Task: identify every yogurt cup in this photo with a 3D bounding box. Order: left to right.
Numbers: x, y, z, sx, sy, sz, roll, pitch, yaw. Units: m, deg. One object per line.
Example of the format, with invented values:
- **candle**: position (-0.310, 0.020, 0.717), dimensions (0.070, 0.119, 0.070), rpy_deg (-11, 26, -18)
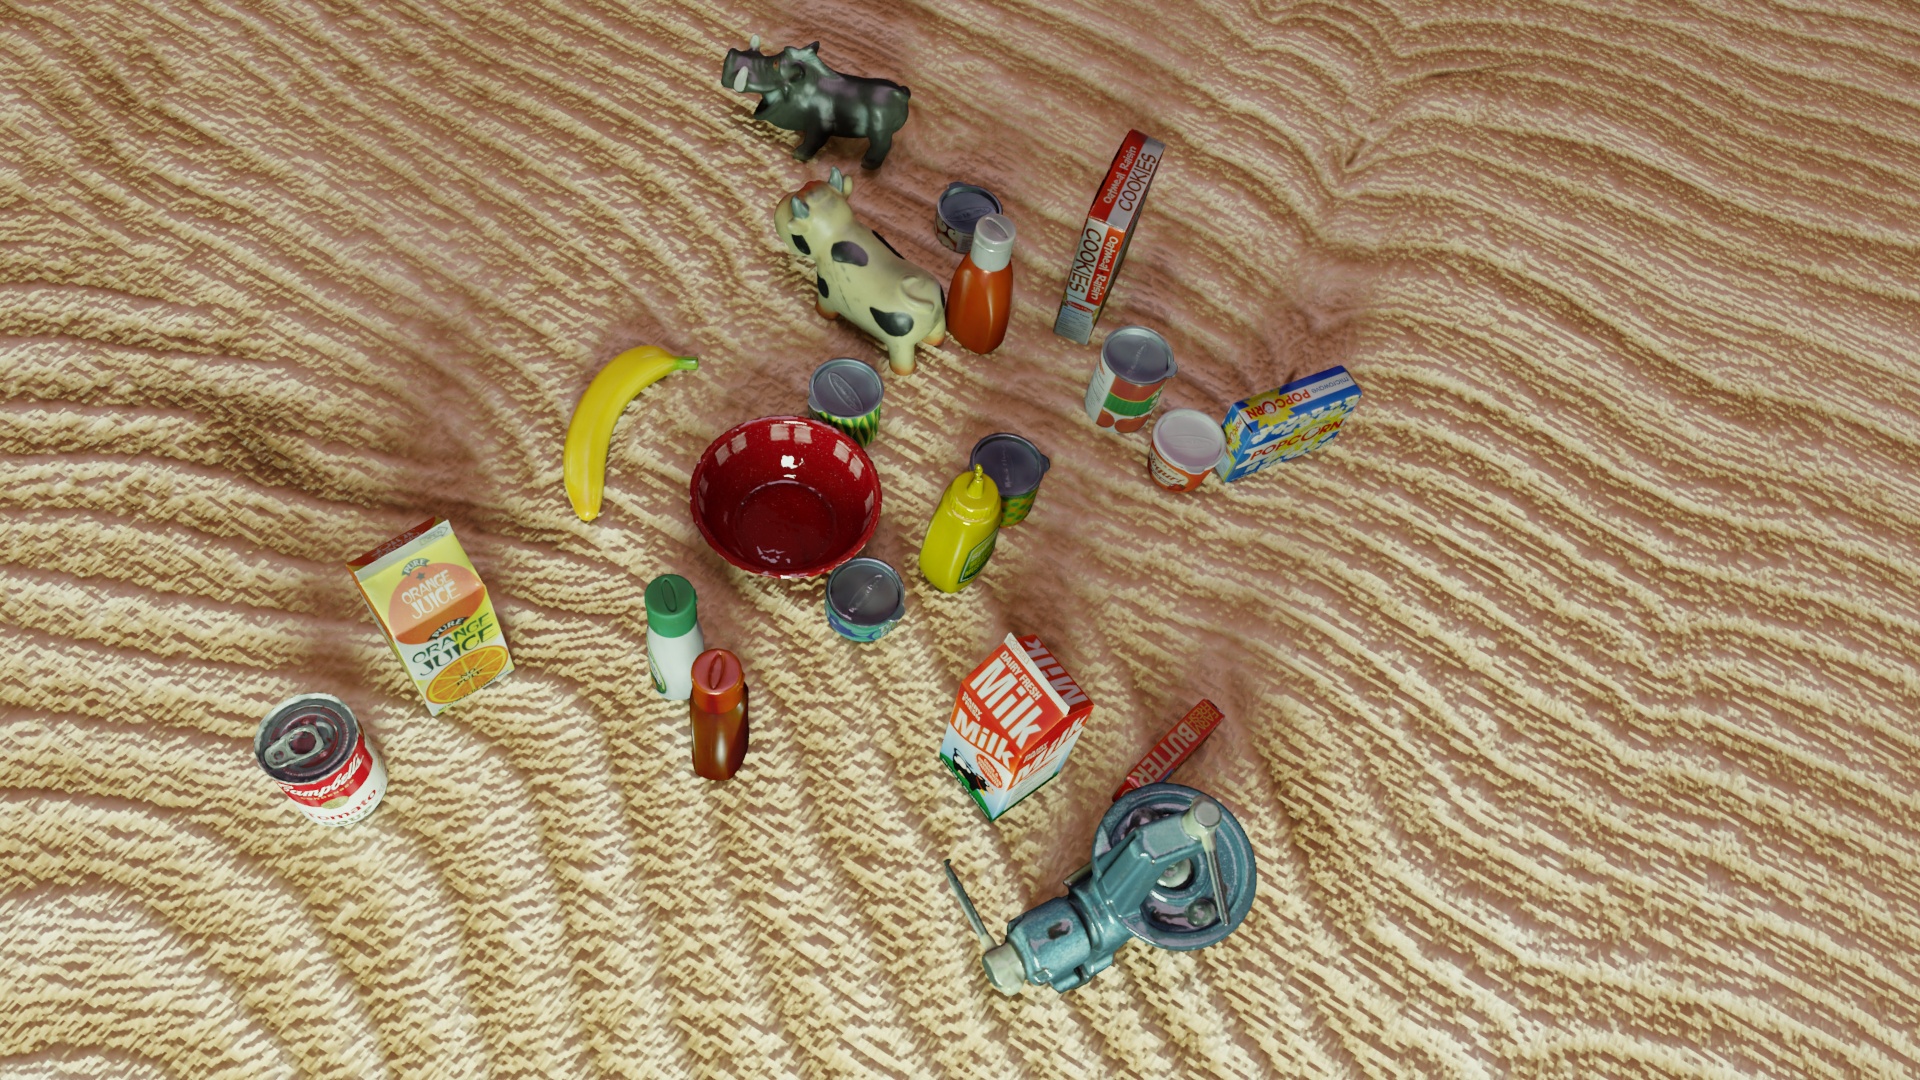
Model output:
- **yogurt cup**: position (0.204, -0.080, 1.275), dimensions (0.072, 0.053, 0.073), rpy_deg (4, 60, -7)

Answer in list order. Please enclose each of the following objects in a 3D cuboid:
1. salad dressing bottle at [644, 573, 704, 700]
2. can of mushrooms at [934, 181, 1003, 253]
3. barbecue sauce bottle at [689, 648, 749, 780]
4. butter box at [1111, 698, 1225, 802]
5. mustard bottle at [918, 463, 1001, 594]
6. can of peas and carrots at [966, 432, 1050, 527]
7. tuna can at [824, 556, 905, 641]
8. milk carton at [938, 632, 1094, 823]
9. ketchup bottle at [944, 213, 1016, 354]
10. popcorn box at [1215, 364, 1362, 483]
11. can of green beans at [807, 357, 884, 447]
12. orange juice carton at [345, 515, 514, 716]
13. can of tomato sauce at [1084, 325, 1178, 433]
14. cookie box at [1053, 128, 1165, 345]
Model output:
- **salad dressing bottle**: position (-0.220, 0.074, 1.067), dimensions (0.044, 0.147, 0.064), rpy_deg (-12, 63, -15)
- **can of mushrooms**: position (0.007, -0.325, 1.396), dimensions (0.071, 0.033, 0.071), rpy_deg (4, 60, -7)
- **barbecue sauce bottle**: position (-0.181, 0.127, 1.042), dimensions (0.044, 0.147, 0.065), rpy_deg (10, 60, -3)
- **butter box**: position (0.168, 0.175, 1.124), dimensions (0.024, 0.053, 0.104), rpy_deg (43, 63, 15)
- **mustard bottle**: position (0.004, -0.014, 1.145), dimensions (0.049, 0.159, 0.065), rpy_deg (40, 63, 14)
- **can of peas and carrots**: position (0.039, -0.053, 1.231), dimensions (0.071, 0.058, 0.071), rpy_deg (4, 60, -7)
- **tuna can**: position (-0.079, 0.051, 1.168), dimensions (0.071, 0.032, 0.071), rpy_deg (4, 60, -7)
- **milk carton**: position (0.042, 0.136, 1.047), dimensions (0.074, 0.189, 0.072), rpy_deg (-31, 70, -23)
- **ketchup bottle**: position (0.021, -0.238, 1.282), dimensions (0.044, 0.148, 0.065), rpy_deg (-36, 72, -25)
- **popcorn box**: position (0.300, -0.108, 1.288), dimensions (0.127, 0.084, 0.038), rpy_deg (-20, 66, -19)
- **can of green beans**: position (-0.104, -0.121, 1.249), dimensions (0.071, 0.057, 0.071), rpy_deg (4, 60, -7)
- **orange juice carton**: position (-0.393, 0.050, 1.028), dimensions (0.072, 0.191, 0.073), rpy_deg (-33, 70, -23)
- **can of tomato sauce**: position (0.157, -0.148, 1.290), dimensions (0.071, 0.082, 0.071), rpy_deg (4, 60, -7)
- **cookie box**: position (0.138, -0.286, 1.317), dimensions (0.040, 0.166, 0.123), rpy_deg (22, 60, 4)
